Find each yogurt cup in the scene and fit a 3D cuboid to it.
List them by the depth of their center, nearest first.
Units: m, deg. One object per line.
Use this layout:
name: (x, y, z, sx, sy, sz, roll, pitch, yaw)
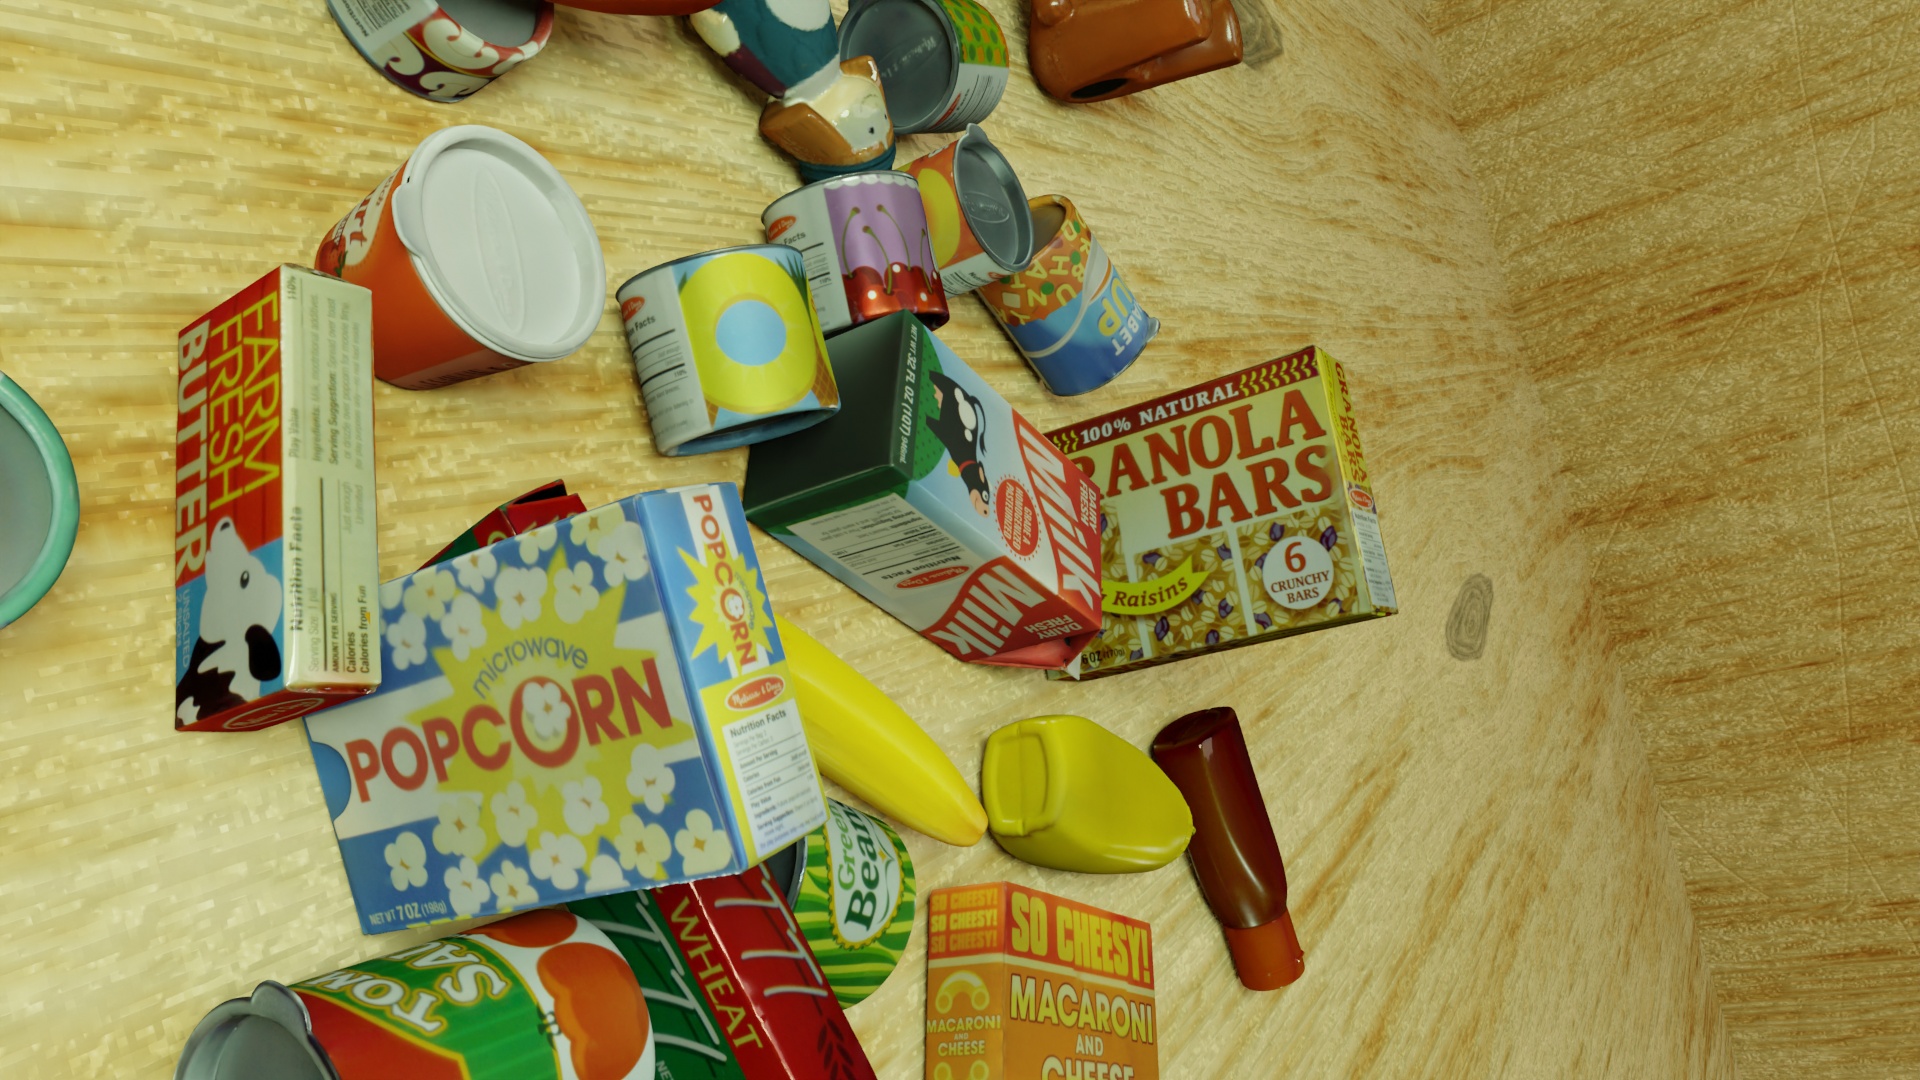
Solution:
yogurt cup: (-0.144, -0.076, 0.395, 0.072, 0.054, 0.072, 32, 50, -48)

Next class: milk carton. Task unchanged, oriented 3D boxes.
milk carton: (0.002, -0.007, 0.578, 0.190, 0.073, 0.072, 38, 45, -44)

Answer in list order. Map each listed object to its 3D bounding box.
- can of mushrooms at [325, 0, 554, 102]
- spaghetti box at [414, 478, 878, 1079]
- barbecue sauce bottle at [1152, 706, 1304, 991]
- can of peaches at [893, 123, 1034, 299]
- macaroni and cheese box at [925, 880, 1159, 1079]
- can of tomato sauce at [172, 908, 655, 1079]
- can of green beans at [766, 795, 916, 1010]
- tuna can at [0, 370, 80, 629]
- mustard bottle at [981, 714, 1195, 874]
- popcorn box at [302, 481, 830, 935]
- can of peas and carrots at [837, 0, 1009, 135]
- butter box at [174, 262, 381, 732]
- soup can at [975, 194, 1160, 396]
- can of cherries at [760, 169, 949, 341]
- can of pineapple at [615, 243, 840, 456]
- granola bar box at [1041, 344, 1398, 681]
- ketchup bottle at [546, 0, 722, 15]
can of mushrooms: (-0.161, -0.175, 0.436, 0.071, 0.033, 0.071, 36, 46, -47)
spaghetti box: (-0.074, 0.104, 0.376, 0.029, 0.050, 0.250, -20, 80, -59)
barbecue sauce bottle: (0.149, 0.169, 0.758, 0.065, 0.043, 0.148, -25, 98, -59)
can of peaches: (-0.007, -0.149, 0.646, 0.071, 0.058, 0.071, 32, 50, -47)
macaroni and cheese box: (0.035, 0.229, 0.548, 0.123, 0.040, 0.167, 32, 50, -48)
can of tomato sauce: (-0.123, 0.125, 0.320, 0.083, 0.071, 0.071, -1, 76, -59)
can of green beans: (-0.056, 0.110, 0.434, 0.057, 0.071, 0.071, 36, 47, -46)
tuna can: (-0.213, -0.004, 0.270, 0.071, 0.032, 0.071, 33, 49, -47)
mustard bottle: (0.069, 0.126, 0.645, 0.160, 0.048, 0.065, 31, 51, -49)
popcorn box: (-0.101, 0.043, 0.337, 0.038, 0.126, 0.085, -16, 90, -62)
can of peas and carrots: (-0.019, -0.229, 0.660, 0.059, 0.071, 0.071, -30, 102, -59)
butter box: (-0.164, -0.009, 0.332, 0.024, 0.053, 0.103, 13, 64, -53)
soup can: (0.053, -0.128, 0.719, 0.083, 0.071, 0.072, 50, 38, -34)
can of cherries: (-0.040, -0.111, 0.565, 0.071, 0.071, 0.058, -8, 83, -59)
can of pineapple: (-0.078, -0.065, 0.482, 0.071, 0.071, 0.058, -13, 88, -59)
granola bar box: (0.109, -0.008, 0.661, 0.039, 0.165, 0.124, 11, 67, -56)
ketchup bottle: (-0.126, -0.195, 0.426, 0.149, 0.043, 0.064, -38, 109, -59)
